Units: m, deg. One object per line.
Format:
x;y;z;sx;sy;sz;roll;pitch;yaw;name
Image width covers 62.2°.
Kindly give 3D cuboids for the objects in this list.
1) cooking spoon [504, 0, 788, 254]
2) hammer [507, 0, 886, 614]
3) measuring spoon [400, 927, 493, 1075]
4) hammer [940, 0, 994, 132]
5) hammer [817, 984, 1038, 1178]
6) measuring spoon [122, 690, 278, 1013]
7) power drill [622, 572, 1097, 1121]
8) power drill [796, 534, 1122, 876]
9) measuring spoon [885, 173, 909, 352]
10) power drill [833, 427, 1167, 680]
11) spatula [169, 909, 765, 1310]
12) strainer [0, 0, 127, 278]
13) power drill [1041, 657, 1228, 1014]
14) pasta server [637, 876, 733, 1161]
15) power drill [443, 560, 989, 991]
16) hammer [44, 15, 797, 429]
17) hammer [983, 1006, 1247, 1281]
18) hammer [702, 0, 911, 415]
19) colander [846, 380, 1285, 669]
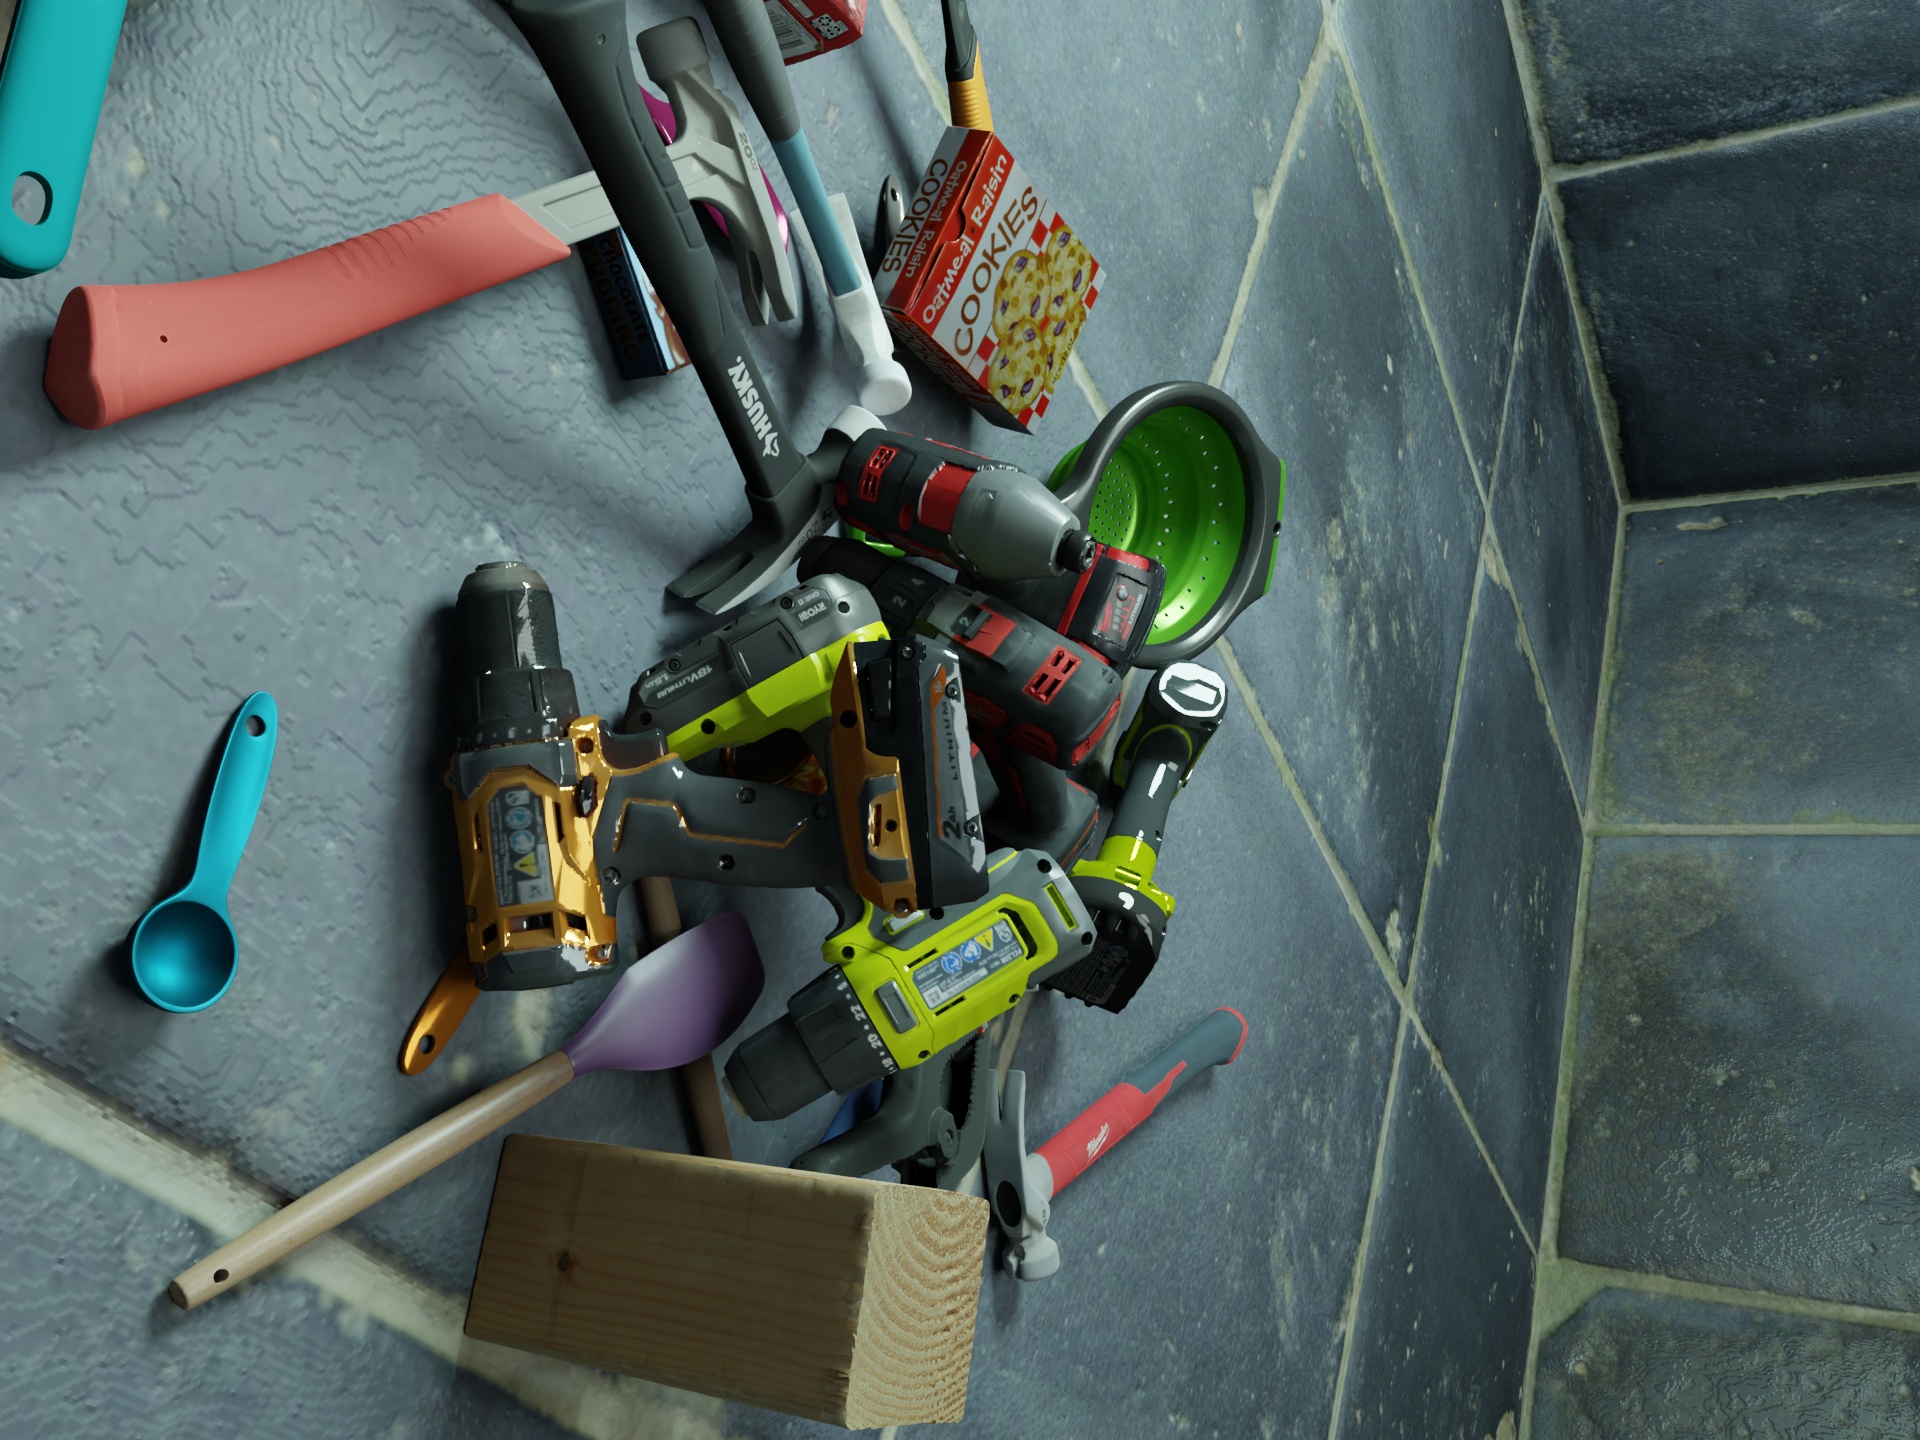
-0.180;-0.323;0.776;0.318;0.017;0.069;34;52;-53;cooking spoon
-0.122;-0.182;0.722;0.146;0.035;0.334;-52;153;-18;hammer
-0.211;0.107;0.703;0.021;0.011;0.117;60;41;-37;measuring spoon
0.005;-0.399;1.006;0.127;0.034;0.336;-66;152;-51;hammer
-0.040;0.208;0.905;0.406;0.035;0.144;-57;134;-53;hammer
-0.282;0.047;0.595;0.042;0.021;0.129;41;45;-48;measuring spoon
-0.067;0.064;0.773;0.228;0.190;0.080;60;-7;1;power drill
-0.001;-0.003;0.893;0.080;0.188;0.226;-51;160;-22;power drill
-0.046;-0.286;0.996;0.034;0.018;0.124;26;59;-57;measuring spoon
0.035;-0.092;0.892;0.078;0.143;0.219;-67;155;-2;power drill
-0.193;0.165;0.699;0.316;0.018;0.060;-26;101;-50;spatula
-0.292;-0.295;0.521;0.210;0.095;0.340;24;68;-54;strainer
0.120;0.086;1.134;0.171;0.080;0.223;108;5;-55;power drill
-0.122;0.205;0.815;0.060;0.040;0.316;-32;114;-62;pasta server
-0.111;0.013;0.696;0.084;0.226;0.185;120;-38;-85;power drill
-0.206;-0.190;0.673;0.359;0.037;0.149;-42;122;-44;hammer
0.130;0.276;1.214;0.386;0.038;0.143;-16;100;-57;hammer
-0.093;-0.308;0.793;0.330;0.033;0.128;66;5;-53;hammer
0.063;-0.139;1.101;0.397;0.095;0.204;-6;107;-40;colander
